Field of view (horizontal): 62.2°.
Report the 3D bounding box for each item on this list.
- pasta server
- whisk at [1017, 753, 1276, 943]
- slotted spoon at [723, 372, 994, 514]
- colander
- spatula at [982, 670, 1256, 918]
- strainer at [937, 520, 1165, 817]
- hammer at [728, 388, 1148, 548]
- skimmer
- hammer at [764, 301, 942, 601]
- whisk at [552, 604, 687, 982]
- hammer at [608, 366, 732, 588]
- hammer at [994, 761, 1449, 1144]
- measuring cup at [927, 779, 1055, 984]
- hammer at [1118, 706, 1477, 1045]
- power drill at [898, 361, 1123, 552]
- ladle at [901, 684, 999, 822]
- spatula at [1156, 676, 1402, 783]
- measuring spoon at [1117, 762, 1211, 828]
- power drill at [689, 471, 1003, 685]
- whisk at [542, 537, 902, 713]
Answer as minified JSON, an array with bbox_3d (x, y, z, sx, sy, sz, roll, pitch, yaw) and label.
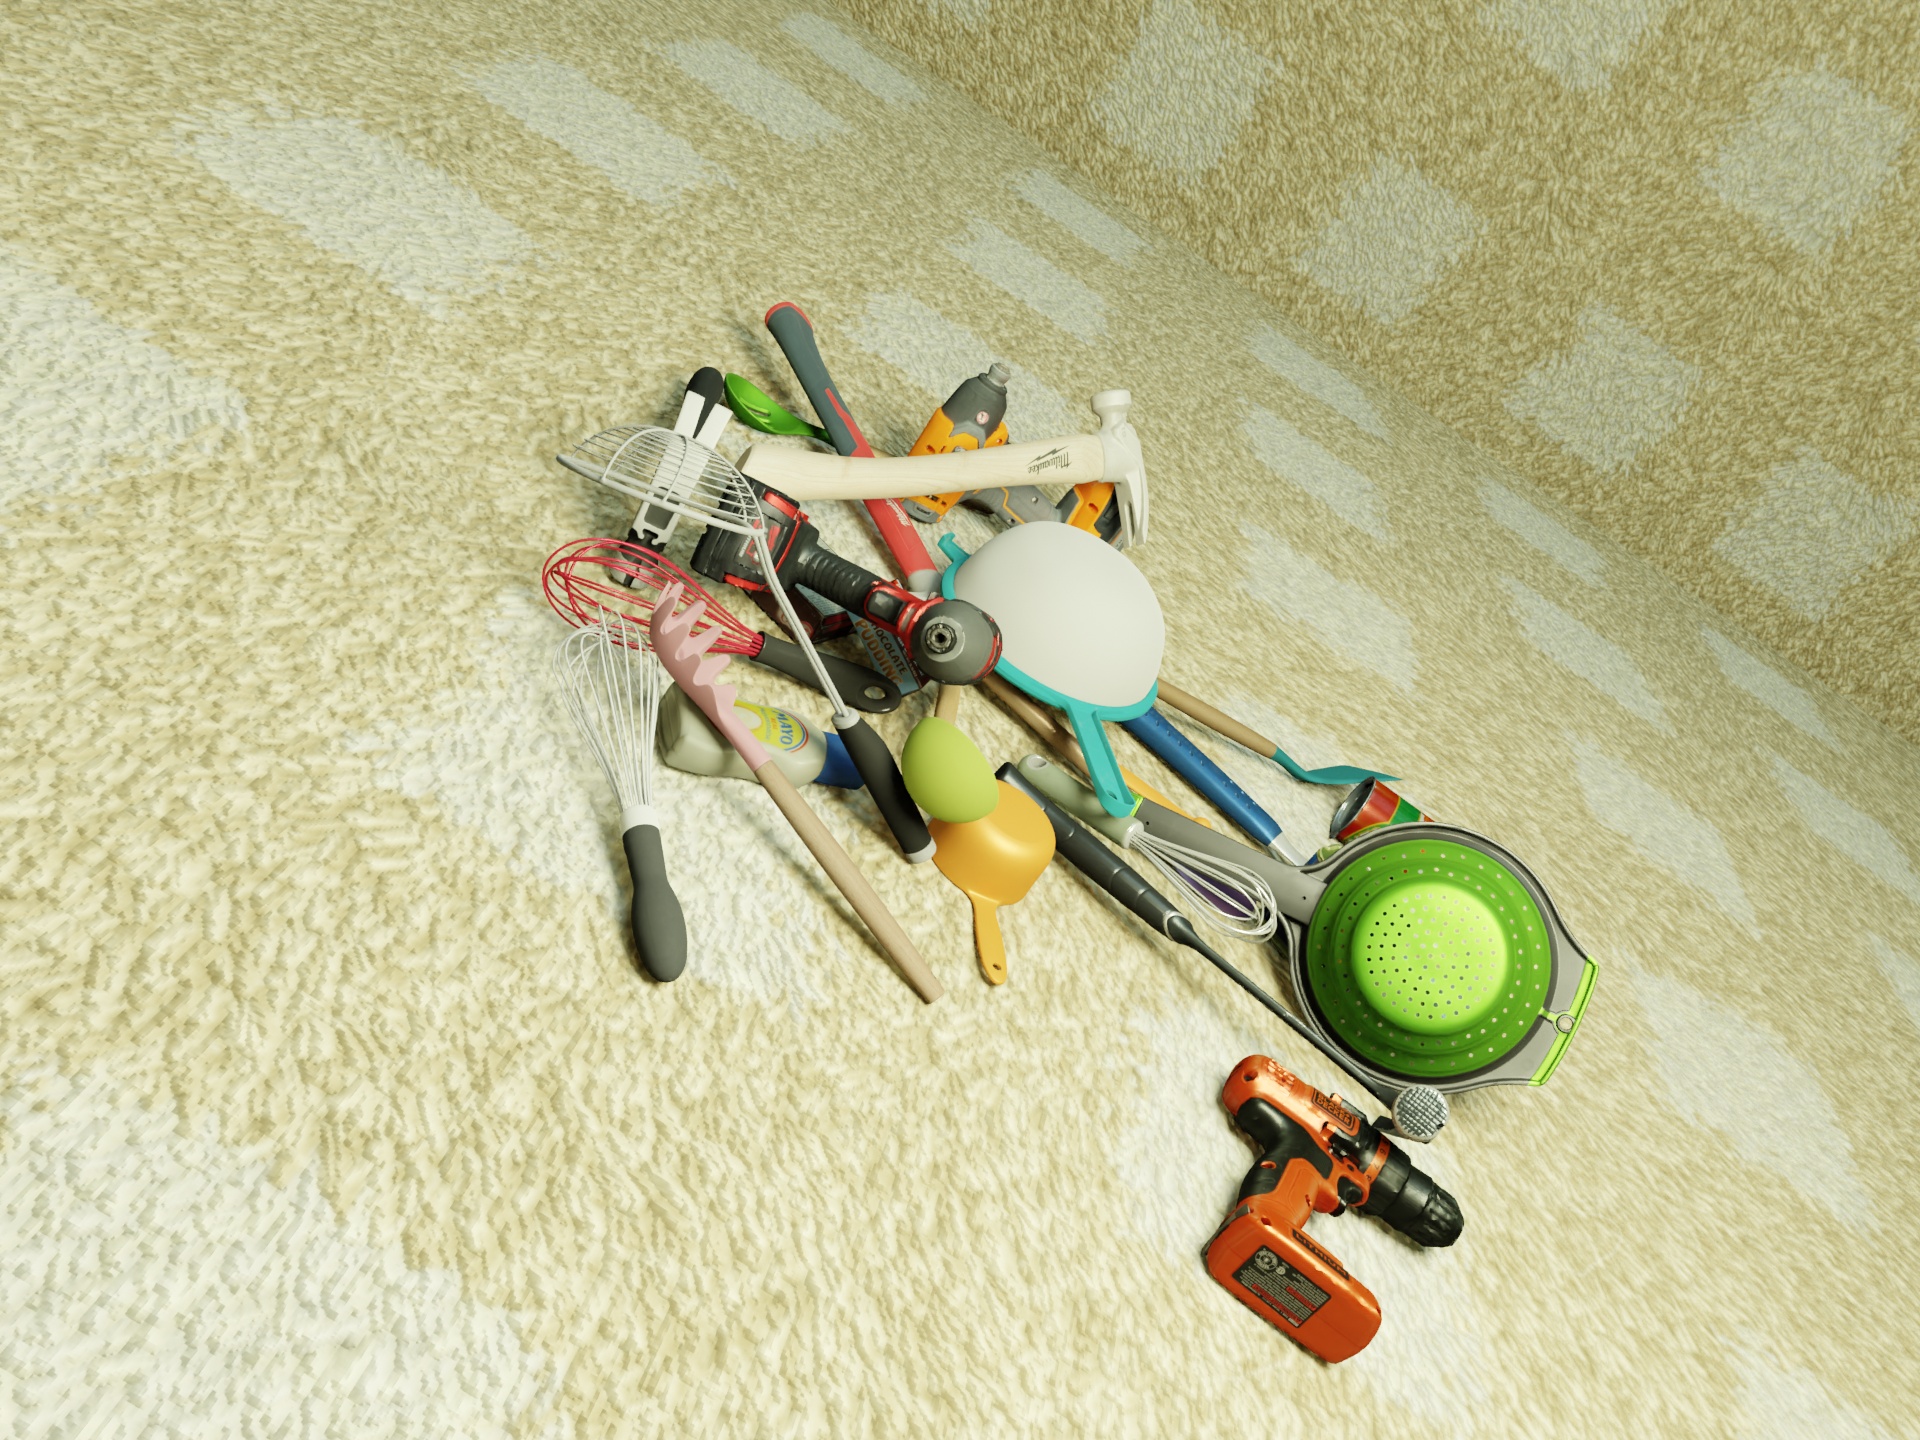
[{"bbox_3d":[-0.104,0.046,1.017,0.316,0.040,0.060,53,9,6],"label":"pasta server"},{"bbox_3d":[0.137,0.092,1.205,0.246,0.059,0.058,34,45,30],"label":"whisk"},{"bbox_3d":[-0.093,-0.257,1.532,0.313,0.031,0.070,19,34,-30],"label":"slotted spoon"},{"bbox_3d":[0.271,0.139,1.186,0.397,0.204,0.094,25,-2,17],"label":"colander"},{"bbox_3d":[0.121,0.052,1.303,0.316,0.018,0.060,43,33,3],"label":"spatula"},{"bbox_3d":[0.106,-0.063,1.292,0.210,0.095,0.341,17,32,-24],"label":"strainer"},{"bbox_3d":[-0.007,-0.208,1.390,0.410,0.038,0.146,-10,91,-31],"label":"hammer"},{"bbox_3d":[-0.125,-0.034,1.018,0.127,0.090,0.363,32,-27,60],"label":"skimmer"},{"bbox_3d":[-0.106,-0.242,1.443,0.143,0.038,0.387,0,52,-44],"label":"hammer"},{"bbox_3d":[-0.201,0.040,0.972,0.070,0.070,0.285,12,42,-35],"label":"whisk"},{"bbox_3d":[-0.219,-0.231,1.283,0.035,0.146,0.335,25,23,-14],"label":"hammer"},{"bbox_3d":[0.173,0.162,1.153,0.409,0.036,0.149,39,-7,19],"label":"hammer"},{"bbox_3d":[0.028,0.107,1.104,0.095,0.052,0.174,23,30,-21],"label":"measuring cup"},{"bbox_3d":[0.283,0.110,1.382,0.406,0.035,0.144,43,31,13],"label":"hammer"},{"bbox_3d":[0.065,-0.235,1.525,0.226,0.164,0.084,23,26,-25],"label":"power drill"},{"bbox_3d":[-0.002,-0.004,1.179,0.078,0.062,0.320,60,11,-14],"label":"ladle"},{"bbox_3d":[0.274,0.008,1.483,0.317,0.044,0.082,27,-4,-27],"label":"spatula"},{"bbox_3d":[0.167,0.061,1.355,0.117,0.011,0.021,35,29,-2],"label":"measuring spoon"},{"bbox_3d":[-0.075,-0.093,1.149,0.220,0.078,0.143,28,5,6],"label":"power drill"},{"bbox_3d":[-0.164,-0.060,1.148,0.295,0.073,0.073,22,32,-32],"label":"whisk"}]
